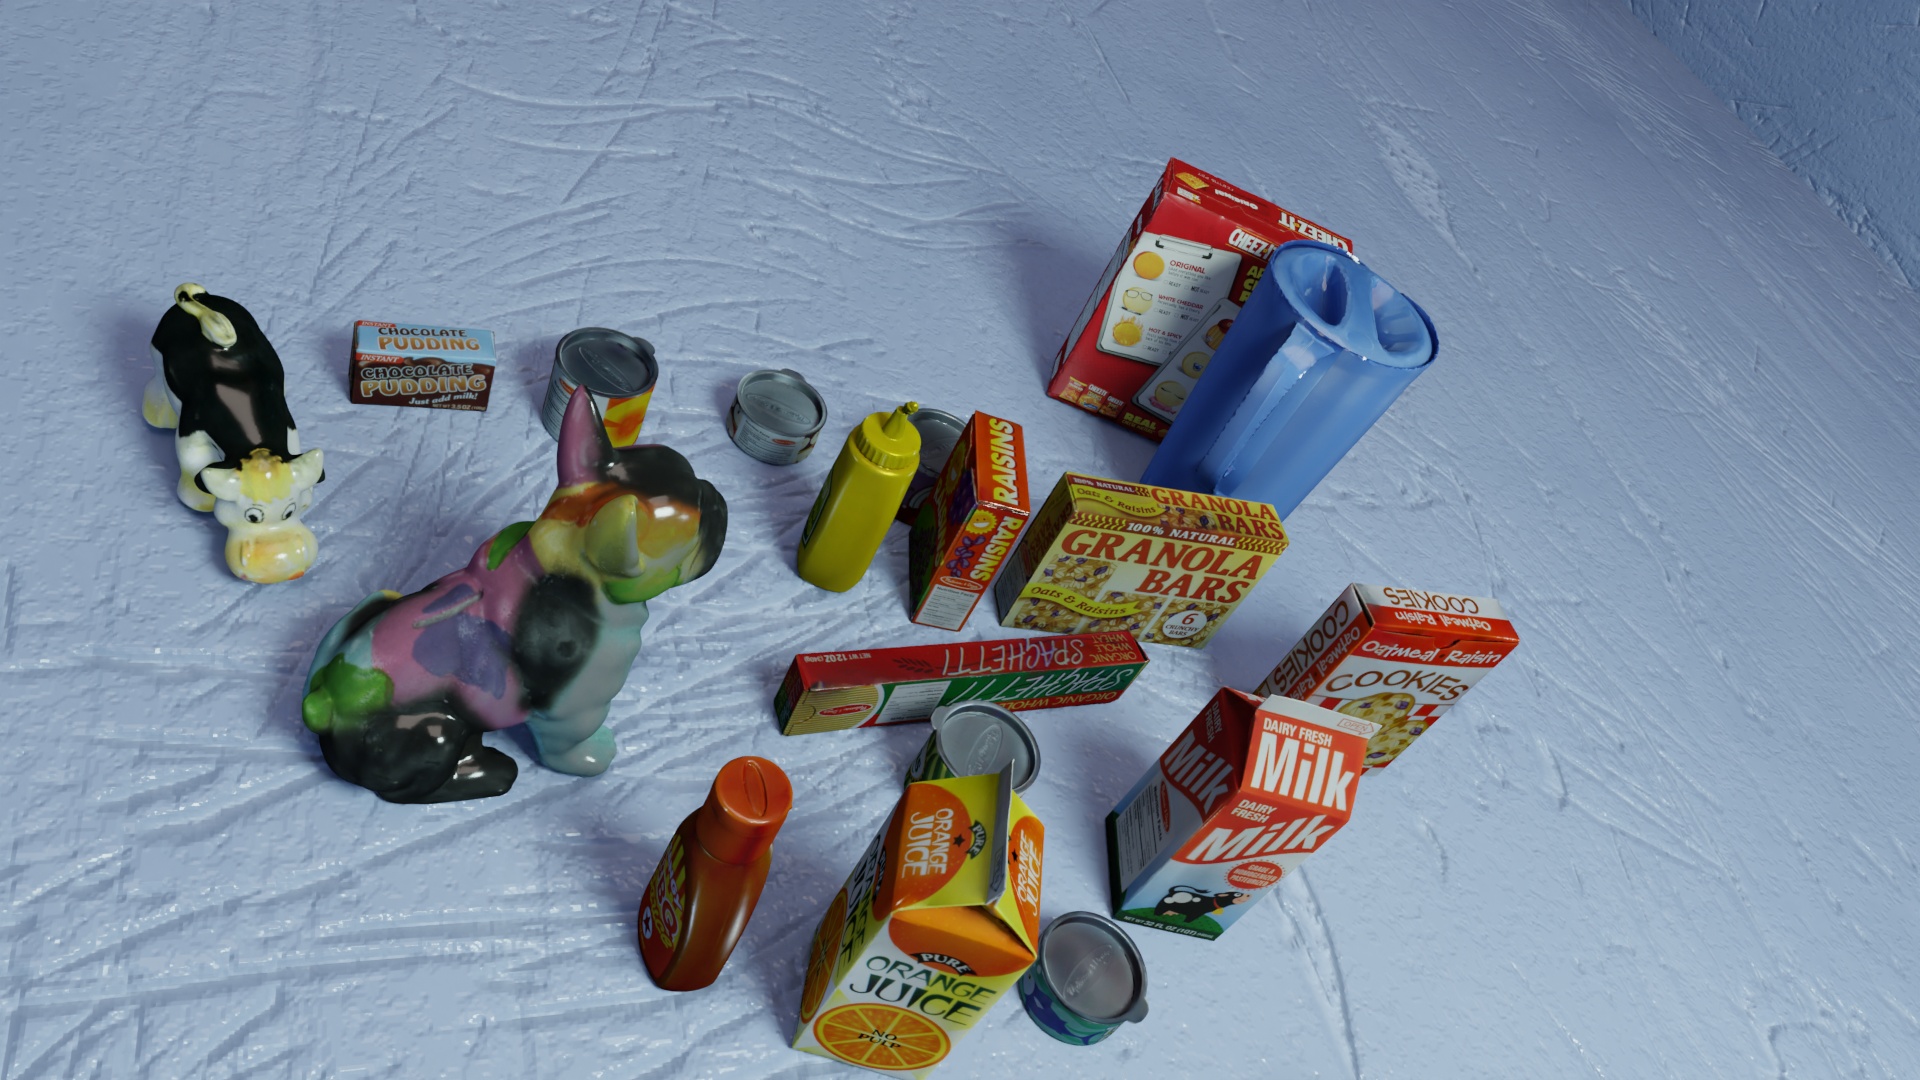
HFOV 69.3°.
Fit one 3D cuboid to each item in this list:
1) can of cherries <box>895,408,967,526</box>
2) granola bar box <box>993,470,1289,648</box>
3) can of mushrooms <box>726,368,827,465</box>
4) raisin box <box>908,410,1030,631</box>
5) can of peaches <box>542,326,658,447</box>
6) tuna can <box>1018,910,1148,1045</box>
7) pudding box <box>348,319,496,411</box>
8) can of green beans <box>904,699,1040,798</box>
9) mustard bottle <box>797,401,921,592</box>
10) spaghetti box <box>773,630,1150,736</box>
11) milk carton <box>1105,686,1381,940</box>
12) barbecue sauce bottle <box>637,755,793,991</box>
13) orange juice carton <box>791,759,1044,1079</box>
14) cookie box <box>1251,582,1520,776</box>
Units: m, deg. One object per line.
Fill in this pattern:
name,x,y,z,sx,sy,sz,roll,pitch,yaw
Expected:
can of cherries,-0.023,-0.049,0.991,0.071,0.058,0.072,16,44,-15
granola bar box,0.122,0.017,0.959,0.166,0.123,0.039,8,46,-23
can of mushrooms,-0.130,-0.089,0.988,0.071,0.033,0.071,16,44,-15
raisin box,0.003,-0.012,0.920,0.040,0.122,0.086,15,44,-16
can of peaches,-0.237,-0.099,0.920,0.071,0.057,0.071,16,44,-15
tuna can,0.070,0.246,0.775,0.071,0.032,0.071,16,44,-15
pudding box,-0.340,-0.111,0.880,0.084,0.049,0.030,1,49,-28
can of green beans,0.006,0.138,0.826,0.071,0.057,0.071,16,44,-15
mustard bottle,-0.060,-0.035,0.881,0.049,0.159,0.066,19,43,-12
spaghetti box,0.006,0.089,0.879,0.251,0.050,0.029,-2,51,-30
milk carton,0.159,0.150,0.800,0.072,0.189,0.074,16,44,-15
barbecue sauce bottle,-0.118,0.158,0.669,0.044,0.147,0.065,3,48,-27
orange juice carton,-0.014,0.184,0.669,0.073,0.191,0.072,20,43,-11
cookie box,0.271,0.099,0.930,0.123,0.166,0.040,6,47,-24
